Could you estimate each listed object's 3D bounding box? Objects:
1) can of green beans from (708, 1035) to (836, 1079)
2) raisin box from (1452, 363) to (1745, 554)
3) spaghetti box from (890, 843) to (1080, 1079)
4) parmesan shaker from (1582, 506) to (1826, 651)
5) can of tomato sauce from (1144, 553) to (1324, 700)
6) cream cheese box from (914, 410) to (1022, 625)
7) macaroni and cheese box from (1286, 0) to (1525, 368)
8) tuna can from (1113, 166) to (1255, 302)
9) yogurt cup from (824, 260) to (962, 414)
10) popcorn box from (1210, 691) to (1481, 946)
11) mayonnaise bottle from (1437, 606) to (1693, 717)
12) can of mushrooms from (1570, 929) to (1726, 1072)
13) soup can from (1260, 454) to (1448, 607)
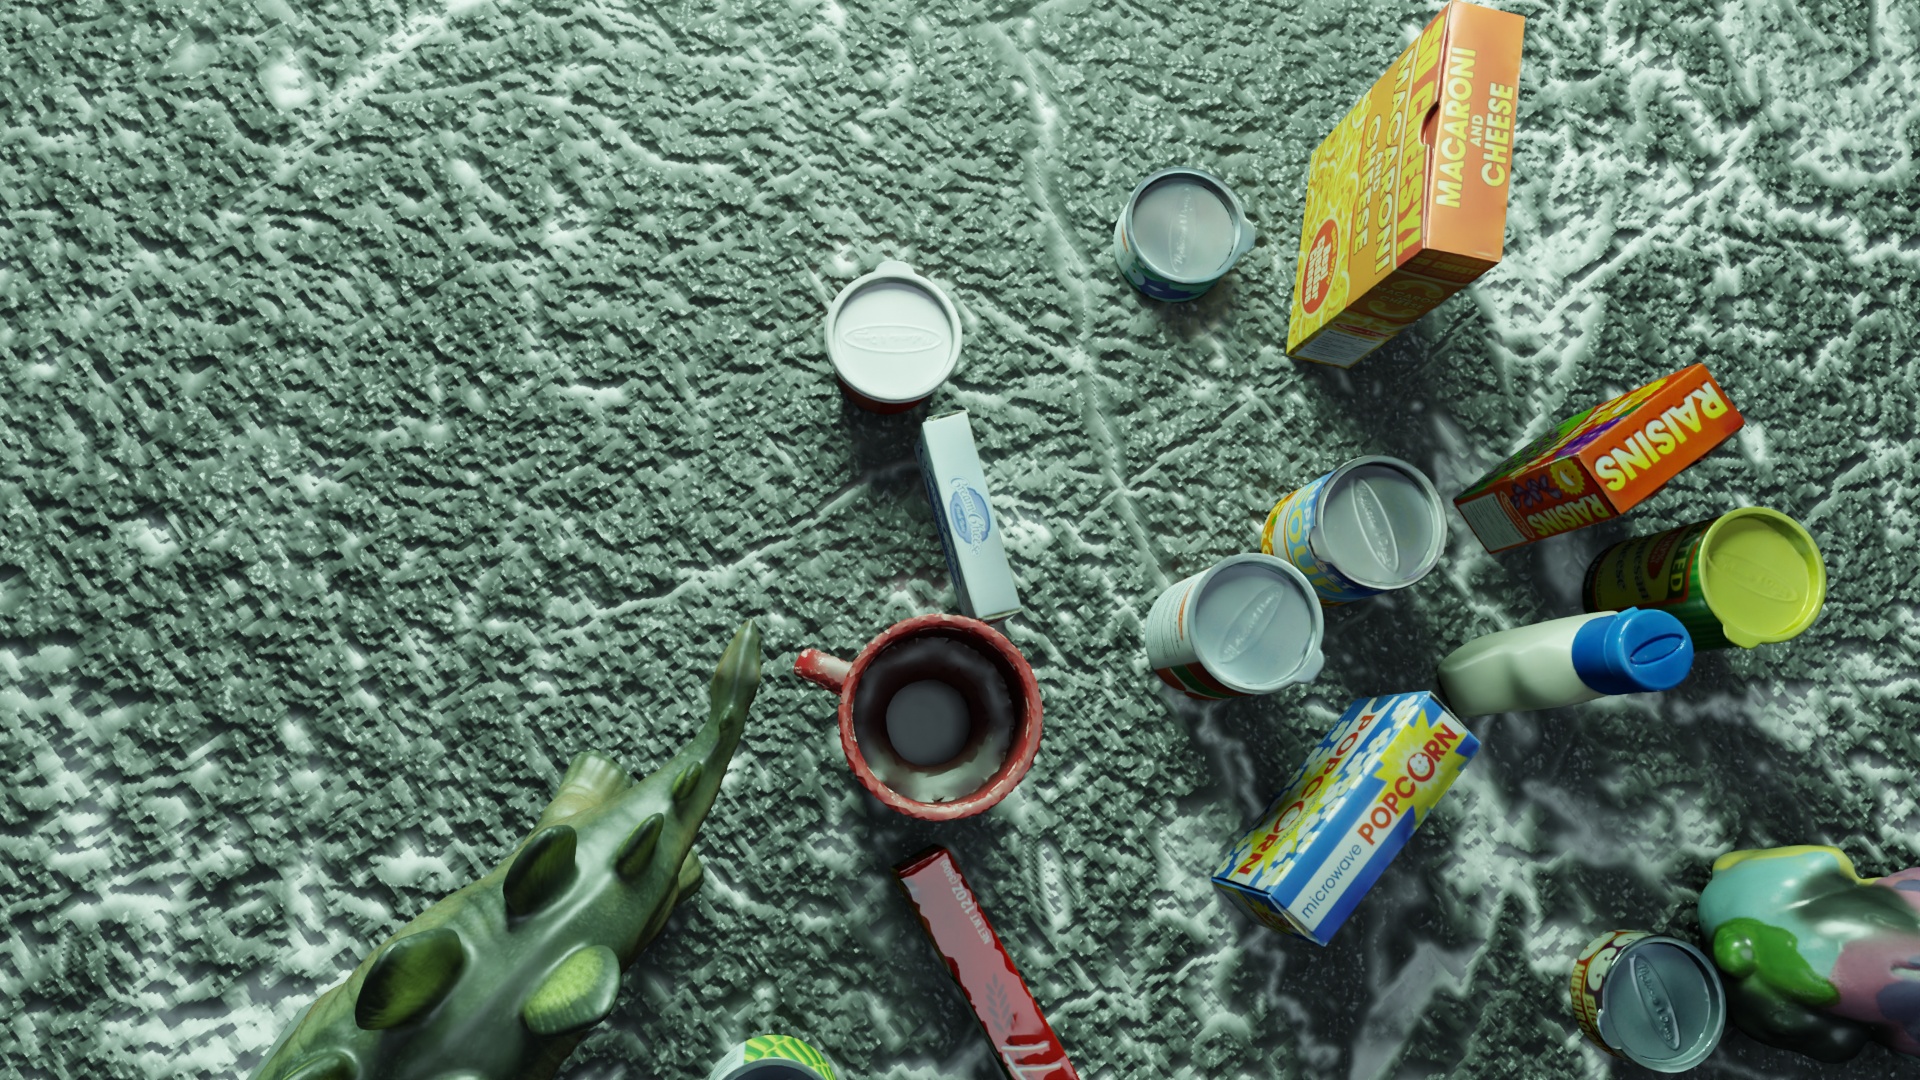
[{"bbox_3d":[-0.086,0.265,0.634,0.071,0.057,0.071,1,80,-7],"label":"can of green beans"},{"bbox_3d":[0.320,-0.038,0.707,0.086,0.123,0.040,-33,86,-11],"label":"raisin box"},{"bbox_3d":[0.041,0.259,0.656,0.029,0.050,0.250,-29,85,-11],"label":"spaghetti box"},{"bbox_3d":[0.376,0.026,0.714,0.071,0.103,0.071,1,80,-7],"label":"parmesan shaker"},{"bbox_3d":[0.135,0.046,0.689,0.071,0.083,0.071,1,80,-7],"label":"can of tomato sauce"},{"bbox_3d":[0.002,-0.009,0.696,0.024,0.053,0.104,-14,82,-9],"label":"cream cheese box"},{"bbox_3d":[0.216,-0.169,0.694,0.040,0.166,0.124,11,79,-6],"label":"macaroni and cheese box"},{"bbox_3d":[0.120,-0.164,0.749,0.071,0.032,0.071,1,80,-7],"label":"tuna can"},{"bbox_3d":[-0.036,-0.097,0.706,0.072,0.054,0.072,1,80,-7],"label":"yogurt cup"},{"bbox_3d":[0.186,0.134,0.679,0.038,0.085,0.127,43,78,1],"label":"popcorn box"},{"bbox_3d":[0.292,0.060,0.674,0.065,0.148,0.041,-20,84,-10],"label":"mayonnaise bottle"},{"bbox_3d":[0.348,0.235,0.709,0.071,0.033,0.071,1,80,-7],"label":"can of mushrooms"},{"bbox_3d":[0.194,-0.002,0.704,0.071,0.083,0.071,1,80,-7],"label":"soup can"}]
